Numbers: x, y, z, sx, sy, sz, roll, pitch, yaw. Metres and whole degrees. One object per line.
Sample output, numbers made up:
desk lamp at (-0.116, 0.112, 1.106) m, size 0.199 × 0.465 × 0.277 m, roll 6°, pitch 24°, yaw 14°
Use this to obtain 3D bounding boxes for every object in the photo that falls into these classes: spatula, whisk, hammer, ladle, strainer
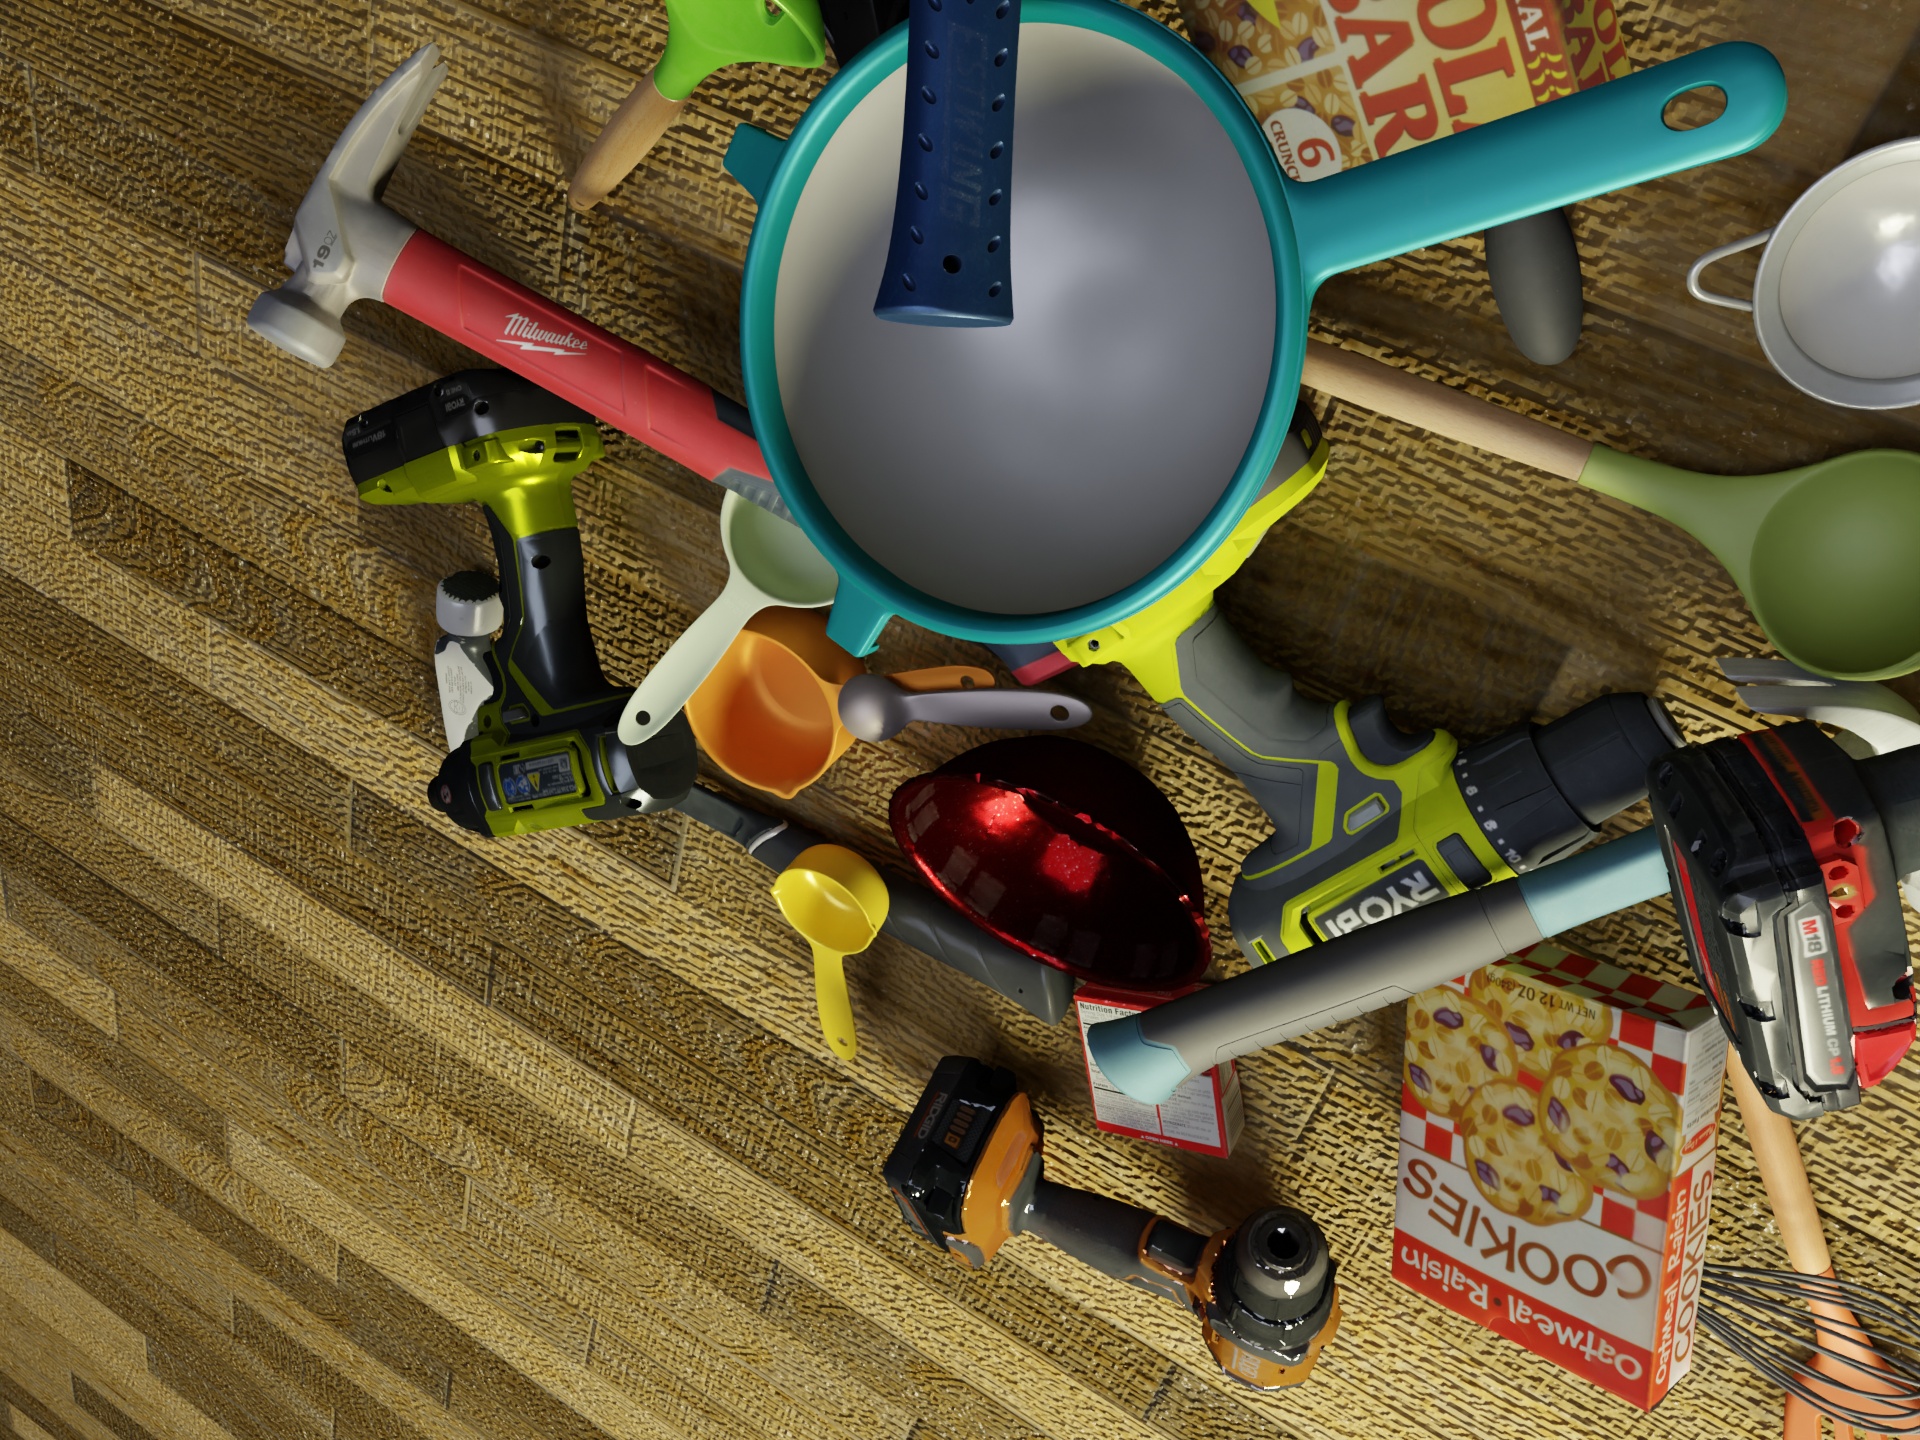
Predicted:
spatula at (0.350, 0.214, 0.668) m, size 0.081 × 0.041 × 0.322 m, roll -10°, pitch 108°, yaw 44°
whisk at (0.301, 0.235, 0.681) m, size 0.239 × 0.055 × 0.055 m, roll 15°, pitch 123°, yaw 44°
hammer at (-0.100, -0.138, 0.694) m, size 0.386 × 0.038 × 0.143 m, roll 28°, pitch 88°, yaw -5°
whisk at (0.165, -0.252, 0.521) m, size 0.070 × 0.070 × 0.284 m, roll -7°, pitch 116°, yaw 33°
ladle at (0.199, -0.103, 0.573) m, size 0.320 × 0.062 × 0.078 m, roll 25°, pitch 108°, yaw 18°
strainer at (0.086, -0.146, 0.528) m, size 0.340 × 0.095 × 0.211 m, roll -10°, pitch 94°, yaw 30°
hammer at (0.013, -0.321, 0.457) m, size 0.144 × 0.035 × 0.405 m, roll 1°, pitch 98°, yaw -14°
hammer at (-0.123, 0.060, 0.867) m, size 0.409 × 0.036 × 0.149 m, roll 25°, pitch 126°, yaw 16°
hammer at (0.204, 0.077, 0.604) m, size 0.331 × 0.033 × 0.128 m, roll -25°, pitch 117°, yaw 18°
strainer at (0.358, -0.131, 0.479) m, size 0.258 × 0.050 × 0.086 m, roll 10°, pitch 126°, yaw 19°

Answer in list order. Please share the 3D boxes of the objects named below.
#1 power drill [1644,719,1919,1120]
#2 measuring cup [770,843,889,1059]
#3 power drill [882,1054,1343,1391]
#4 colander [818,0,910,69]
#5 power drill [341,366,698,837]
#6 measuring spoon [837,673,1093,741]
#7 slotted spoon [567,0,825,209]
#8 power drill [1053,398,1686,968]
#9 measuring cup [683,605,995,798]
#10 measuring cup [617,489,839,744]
power drill at (0.361, 0.055, 0.515) m, size 0.226 × 0.080 × 0.187 m, roll -19°, pitch 120°, yaw 14°
measuring cup at (-0.062, 0.124, 0.837) m, size 0.062 × 0.029 × 0.156 m, roll 19°, pitch 137°, yaw 20°
power drill at (0.078, 0.248, 0.785) m, size 0.226 × 0.084 × 0.185 m, roll 21°, pitch 153°, yaw 19°
colander at (-0.068, -0.269, 0.584) m, size 0.205 × 0.094 × 0.396 m, roll 30°, pitch 142°, yaw 48°
power drill at (-0.230, -0.053, 0.805) m, size 0.171 × 0.080 × 0.223 m, roll -10°, pitch 94°, yaw 35°
measuring spoon at (-0.001, -0.002, 0.715) m, size 0.124 × 0.018 × 0.034 m, roll 1°, pitch 121°, yaw 23°
slotted spoon at (-0.117, -0.238, 0.606) m, size 0.070 × 0.031 × 0.314 m, roll 32°, pitch 171°, yaw -22°
power drill at (0.150, -0.014, 0.638) m, size 0.190 × 0.080 × 0.228 m, roll -35°, pitch 97°, yaw 28°
measuring cup at (-0.052, -0.019, 0.773) m, size 0.173 × 0.052 × 0.095 m, roll -7°, pitch 112°, yaw 28°
measuring cup at (-0.101, -0.055, 0.737) m, size 0.083 × 0.038 × 0.167 m, roll 40°, pitch 91°, yaw -5°
